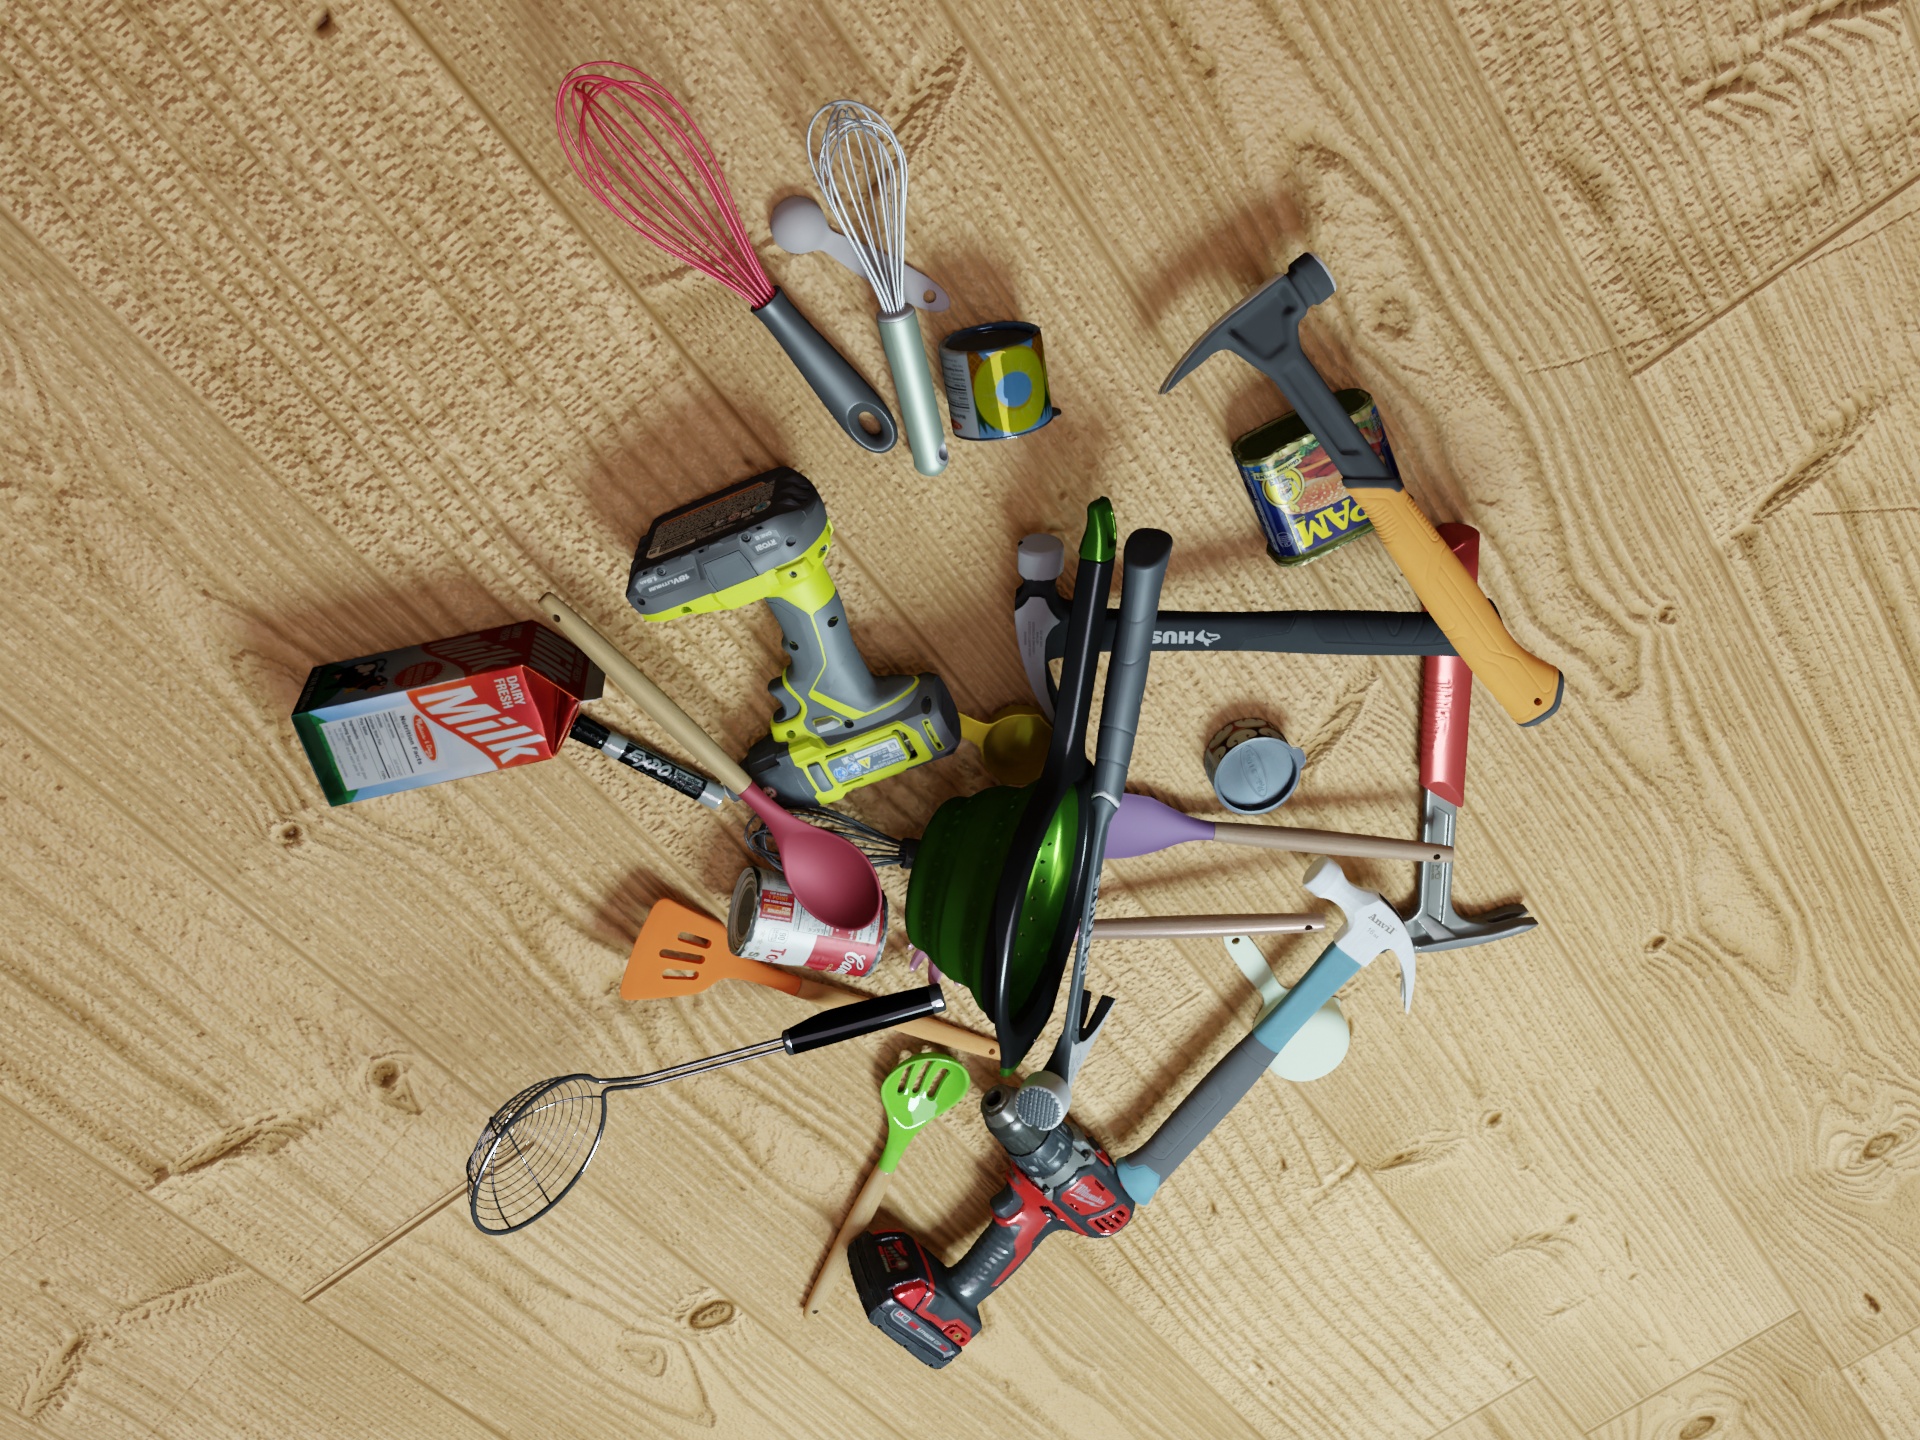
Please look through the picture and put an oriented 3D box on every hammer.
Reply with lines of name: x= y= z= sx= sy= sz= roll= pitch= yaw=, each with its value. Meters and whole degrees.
hammer: x=0.205 y=-0.056 z=1.088 sx=0.335 sy=0.035 sz=0.146 roll=1 pitch=125 yaw=4
hammer: x=0.374 y=0.022 z=1.202 sx=0.149 sy=0.037 sz=0.358 roll=-9 pitch=119 yaw=-5
hammer: x=0.234 y=0.265 z=1.272 sx=0.128 sy=0.033 sz=0.331 roll=36 pitch=108 yaw=-4
hammer: x=0.099 y=0.070 z=1.085 sx=0.036 sy=0.149 sz=0.408 roll=13 pitch=111 yaw=16
hammer: x=0.272 y=-0.127 z=1.022 sx=0.127 sy=0.034 sz=0.337 roll=-38 pitch=98 yaw=6

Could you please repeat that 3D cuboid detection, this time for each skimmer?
skimmer: x=-0.179 y=0.278 z=1.164 sx=0.363 sy=0.090 sz=0.127 roll=-15 pitch=140 yaw=-5

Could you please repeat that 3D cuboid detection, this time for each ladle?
ladle: x=-0.164 y=0.028 z=1.065 sx=0.069 sy=0.031 sz=0.315 roll=-32 pitch=113 yaw=28

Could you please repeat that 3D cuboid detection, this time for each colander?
colander: x=0.032 y=0.039 z=1.070 sx=0.094 sy=0.204 sz=0.397 roll=14 pitch=111 yaw=17

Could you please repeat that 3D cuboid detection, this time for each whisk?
whisk: x=-0.131 y=-0.268 z=0.958 sx=0.073 sy=0.073 sz=0.295 roll=-37 pitch=124 yaw=10
whisk: x=-0.040 y=0.094 z=1.168 sx=0.239 sy=0.055 sz=0.055 roll=7 pitch=116 yaw=-18
whisk: x=-0.043 y=-0.257 z=0.974 sx=0.059 sy=0.058 sz=0.246 roll=3 pitch=131 yaw=22

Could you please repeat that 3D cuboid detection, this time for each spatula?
spatula: x=0.215 y=0.088 z=1.201 sx=0.316 sy=0.018 sz=0.059 roll=5 pitch=117 yaw=-2
spatula: x=-0.102 y=0.215 z=1.219 sx=0.322 sy=0.041 sz=0.081 roll=22 pitch=92 yaw=-21

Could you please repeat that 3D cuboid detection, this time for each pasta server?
pasta server: x=0.119 y=0.163 z=1.207 sx=0.316 sy=0.040 sz=0.060 roll=-2 pitch=121 yaw=2

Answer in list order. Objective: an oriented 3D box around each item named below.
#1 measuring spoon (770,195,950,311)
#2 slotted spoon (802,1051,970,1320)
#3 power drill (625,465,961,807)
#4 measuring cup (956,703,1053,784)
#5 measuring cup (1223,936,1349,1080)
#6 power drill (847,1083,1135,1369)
measuring spoon: x=-0.059 y=-0.283 z=0.981 sx=0.124 sy=0.018 sz=0.034 roll=23 pitch=111 yaw=-21
slotted spoon: x=-0.073 y=0.389 z=1.324 sx=0.070 sy=0.031 sz=0.313 roll=16 pitch=115 yaw=-19
power drill: x=-0.120 y=-0.041 z=1.062 sx=0.171 sy=0.080 sz=0.223 roll=-20 pitch=122 yaw=13
measuring cup: x=-0.002 y=-0.004 z=1.138 sx=0.156 sy=0.029 sz=0.062 roll=23 pitch=115 yaw=-7
measuring cup: x=0.258 y=0.230 z=1.288 sx=0.083 sy=0.038 sz=0.167 roll=-33 pitch=118 yaw=8
power drill: x=0.016 y=0.409 z=1.309 sx=0.226 sy=0.080 sz=0.187 roll=-39 pitch=122 yaw=3
